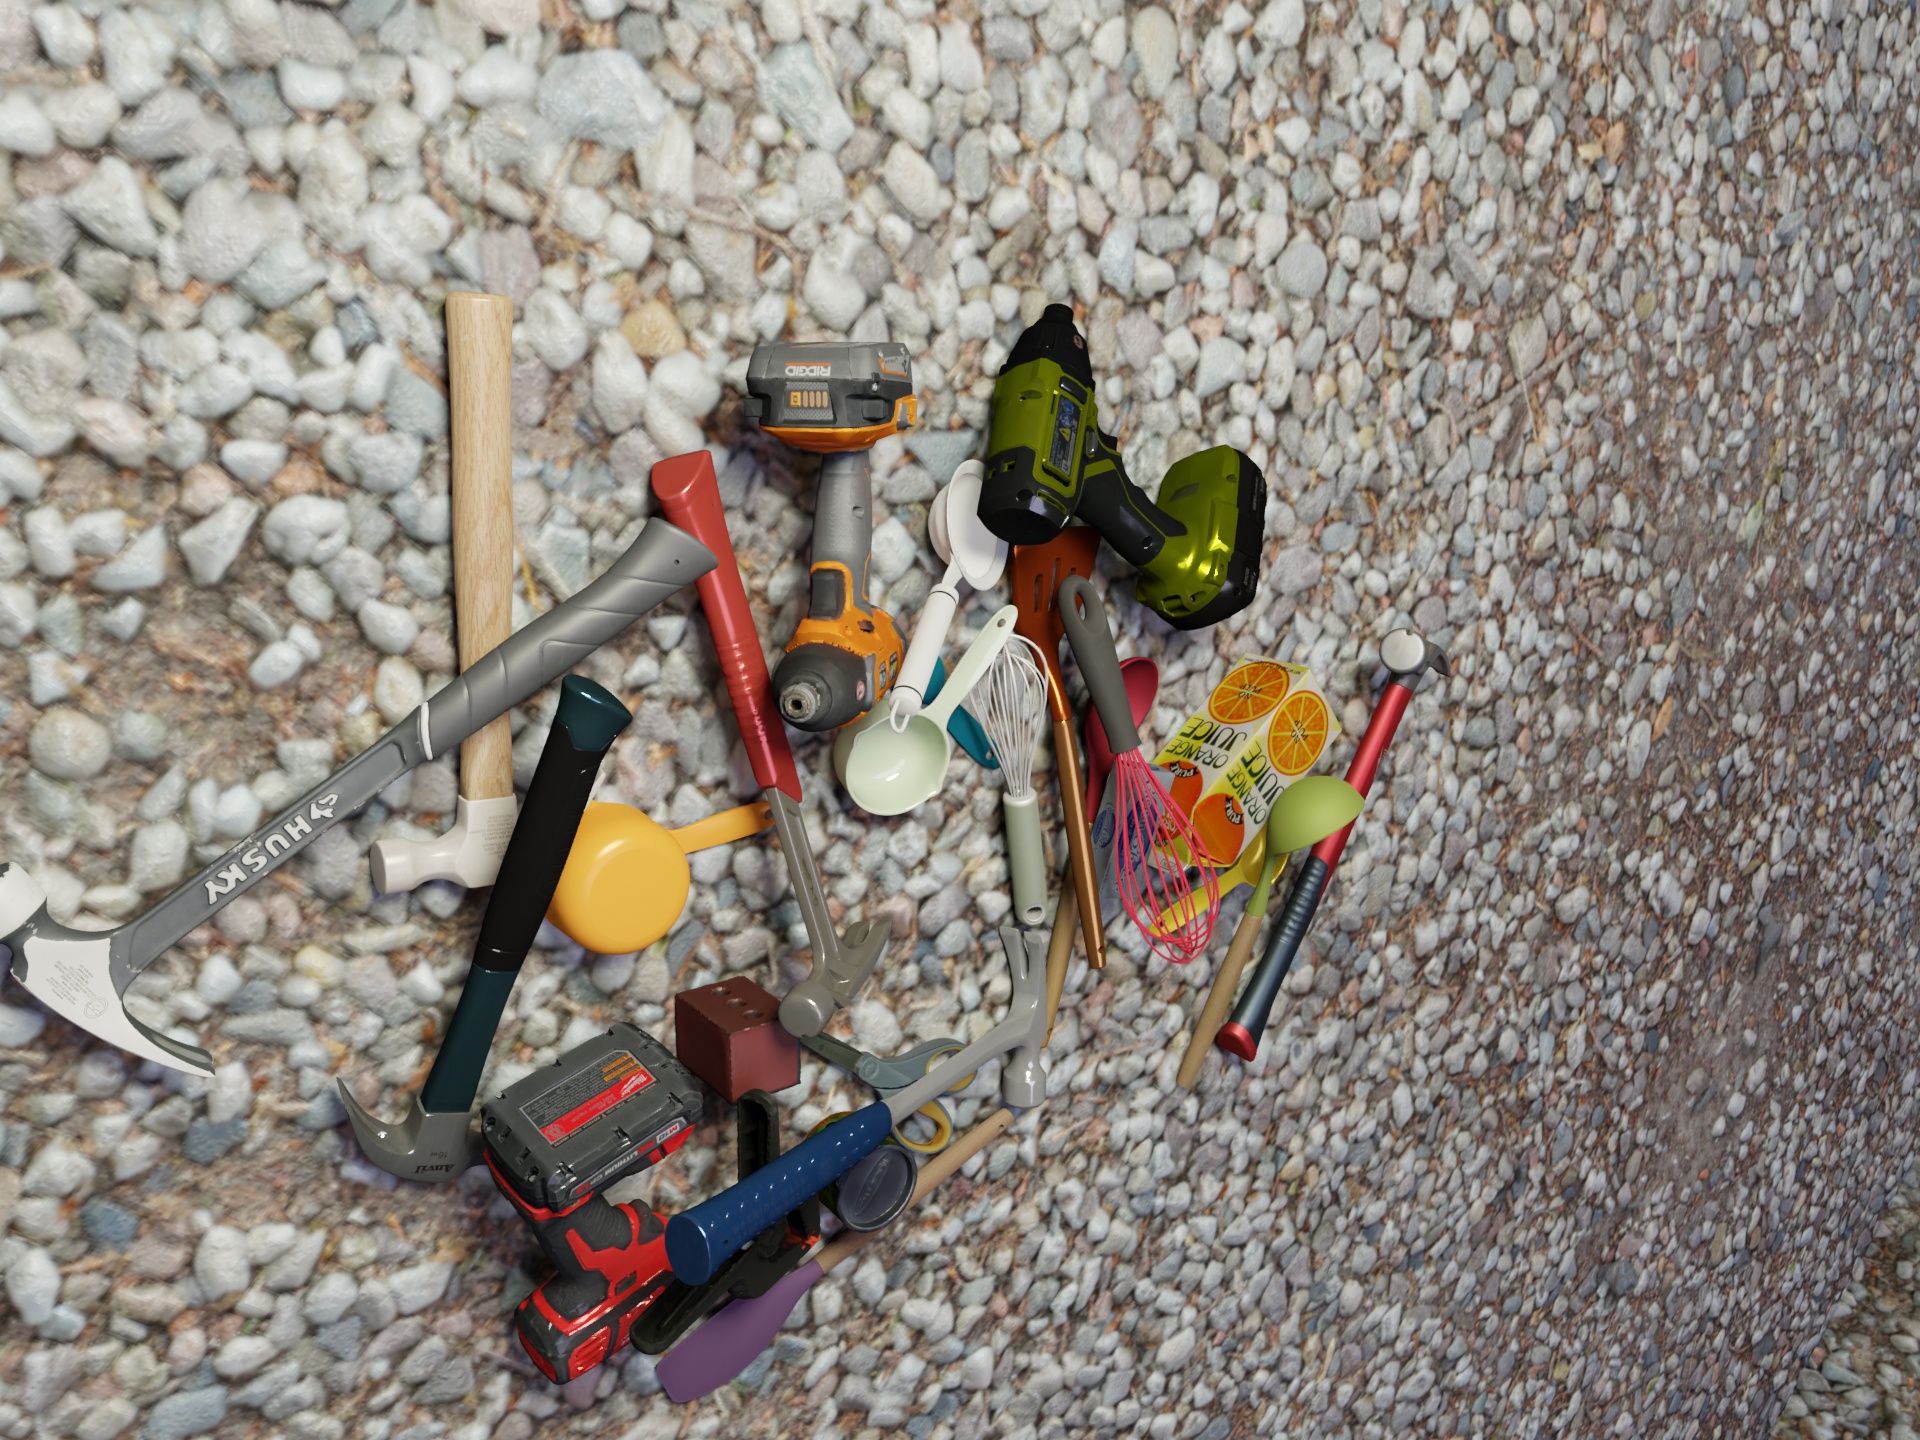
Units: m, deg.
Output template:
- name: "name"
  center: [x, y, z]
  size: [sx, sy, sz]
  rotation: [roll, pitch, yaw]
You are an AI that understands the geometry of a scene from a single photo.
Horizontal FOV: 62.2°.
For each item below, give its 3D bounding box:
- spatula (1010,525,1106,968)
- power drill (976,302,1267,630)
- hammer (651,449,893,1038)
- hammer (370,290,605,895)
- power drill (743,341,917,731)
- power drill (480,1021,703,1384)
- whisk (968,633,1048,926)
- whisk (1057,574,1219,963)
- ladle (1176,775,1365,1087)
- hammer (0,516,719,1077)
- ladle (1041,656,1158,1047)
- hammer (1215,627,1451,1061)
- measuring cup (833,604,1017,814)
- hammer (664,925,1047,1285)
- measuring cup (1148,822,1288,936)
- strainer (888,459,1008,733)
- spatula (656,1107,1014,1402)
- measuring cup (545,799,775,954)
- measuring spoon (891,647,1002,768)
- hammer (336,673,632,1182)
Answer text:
- name: "spatula"
  center: [0.082, 0.024, 1.146]
  size: [0.081, 0.041, 0.322]
  rotation: [-13, 98, -34]
- name: "power drill"
  center: [0.113, -0.171, 1.098]
  size: [0.223, 0.080, 0.171]
  rotation: [28, 62, -37]
- name: "hammer"
  center: [-0.118, 0.008, 0.993]
  size: [0.149, 0.037, 0.359]
  rotation: [-53, 131, -66]
- name: "hammer"
  center: [-0.264, -0.068, 0.889]
  size: [0.130, 0.031, 0.331]
  rotation: [-6, 106, -35]
- name: "power drill"
  center: [-0.077, -0.106, 0.942]
  size: [0.164, 0.084, 0.226]
  rotation: [-55, 147, -72]
- name: "power drill"
  center: [-0.212, 0.300, 0.980]
  size: [0.143, 0.079, 0.219]
  rotation: [-28, 136, -34]
- name: "whisk"
  center: [0.041, 0.046, 1.136]
  size: [0.058, 0.059, 0.246]
  rotation: [-12, 120, -9]
- name: "whisk"
  center: [0.123, 0.037, 1.131]
  size: [0.073, 0.073, 0.295]
  rotation: [-24, 101, -29]
- name: "ladle"
  center: [0.237, 0.179, 1.267]
  size: [0.078, 0.062, 0.320]
  rotation: [-37, 148, -55]
- name: "hammer"
  center: [-0.298, 0.023, 0.848]
  size: [0.409, 0.036, 0.149]
  rotation: [-39, 118, -16]
- name: "ladle"
  center: [0.094, 0.101, 1.209]
  size: [0.069, 0.031, 0.315]
  rotation: [2, 104, -44]
- name: "hammer"
  center: [0.318, 0.110, 1.360]
  size: [0.143, 0.038, 0.386]
  rotation: [14, 101, -63]
- name: "measuring cup"
  center: [-0.021, -0.014, 1.063]
  size: [0.083, 0.038, 0.167]
  rotation: [36, 92, -37]
- name: "hammer"
  center: [-0.047, 0.254, 1.053]
  size: [0.405, 0.035, 0.144]
  rotation: [-18, 113, -57]
- name: "measuring cup"
  center: [0.205, 0.130, 1.301]
  size: [0.156, 0.029, 0.062]
  rotation: [-30, 119, -24]
- name: "strainer"
  center: [-0.012, -0.083, 1.011]
  size: [0.259, 0.050, 0.086]
  rotation: [-72, 146, -45]
- name: "spatula"
  center: [-0.083, 0.384, 1.164]
  size: [0.316, 0.018, 0.059]
  rotation: [-34, 122, -23]
- name: "measuring cup"
  center: [-0.174, 0.087, 0.986]
  size: [0.173, 0.052, 0.095]
  rotation: [-19, 114, -29]
- name: "measuring spoon"
  center: [-0.002, -0.004, 1.109]
  size: [0.042, 0.021, 0.128]
  rotation: [-52, 127, -13]
- name: "hammer"
  center: [-0.256, 0.125, 0.899]
  size: [0.128, 0.033, 0.331]
  rotation: [10, 112, -39]
